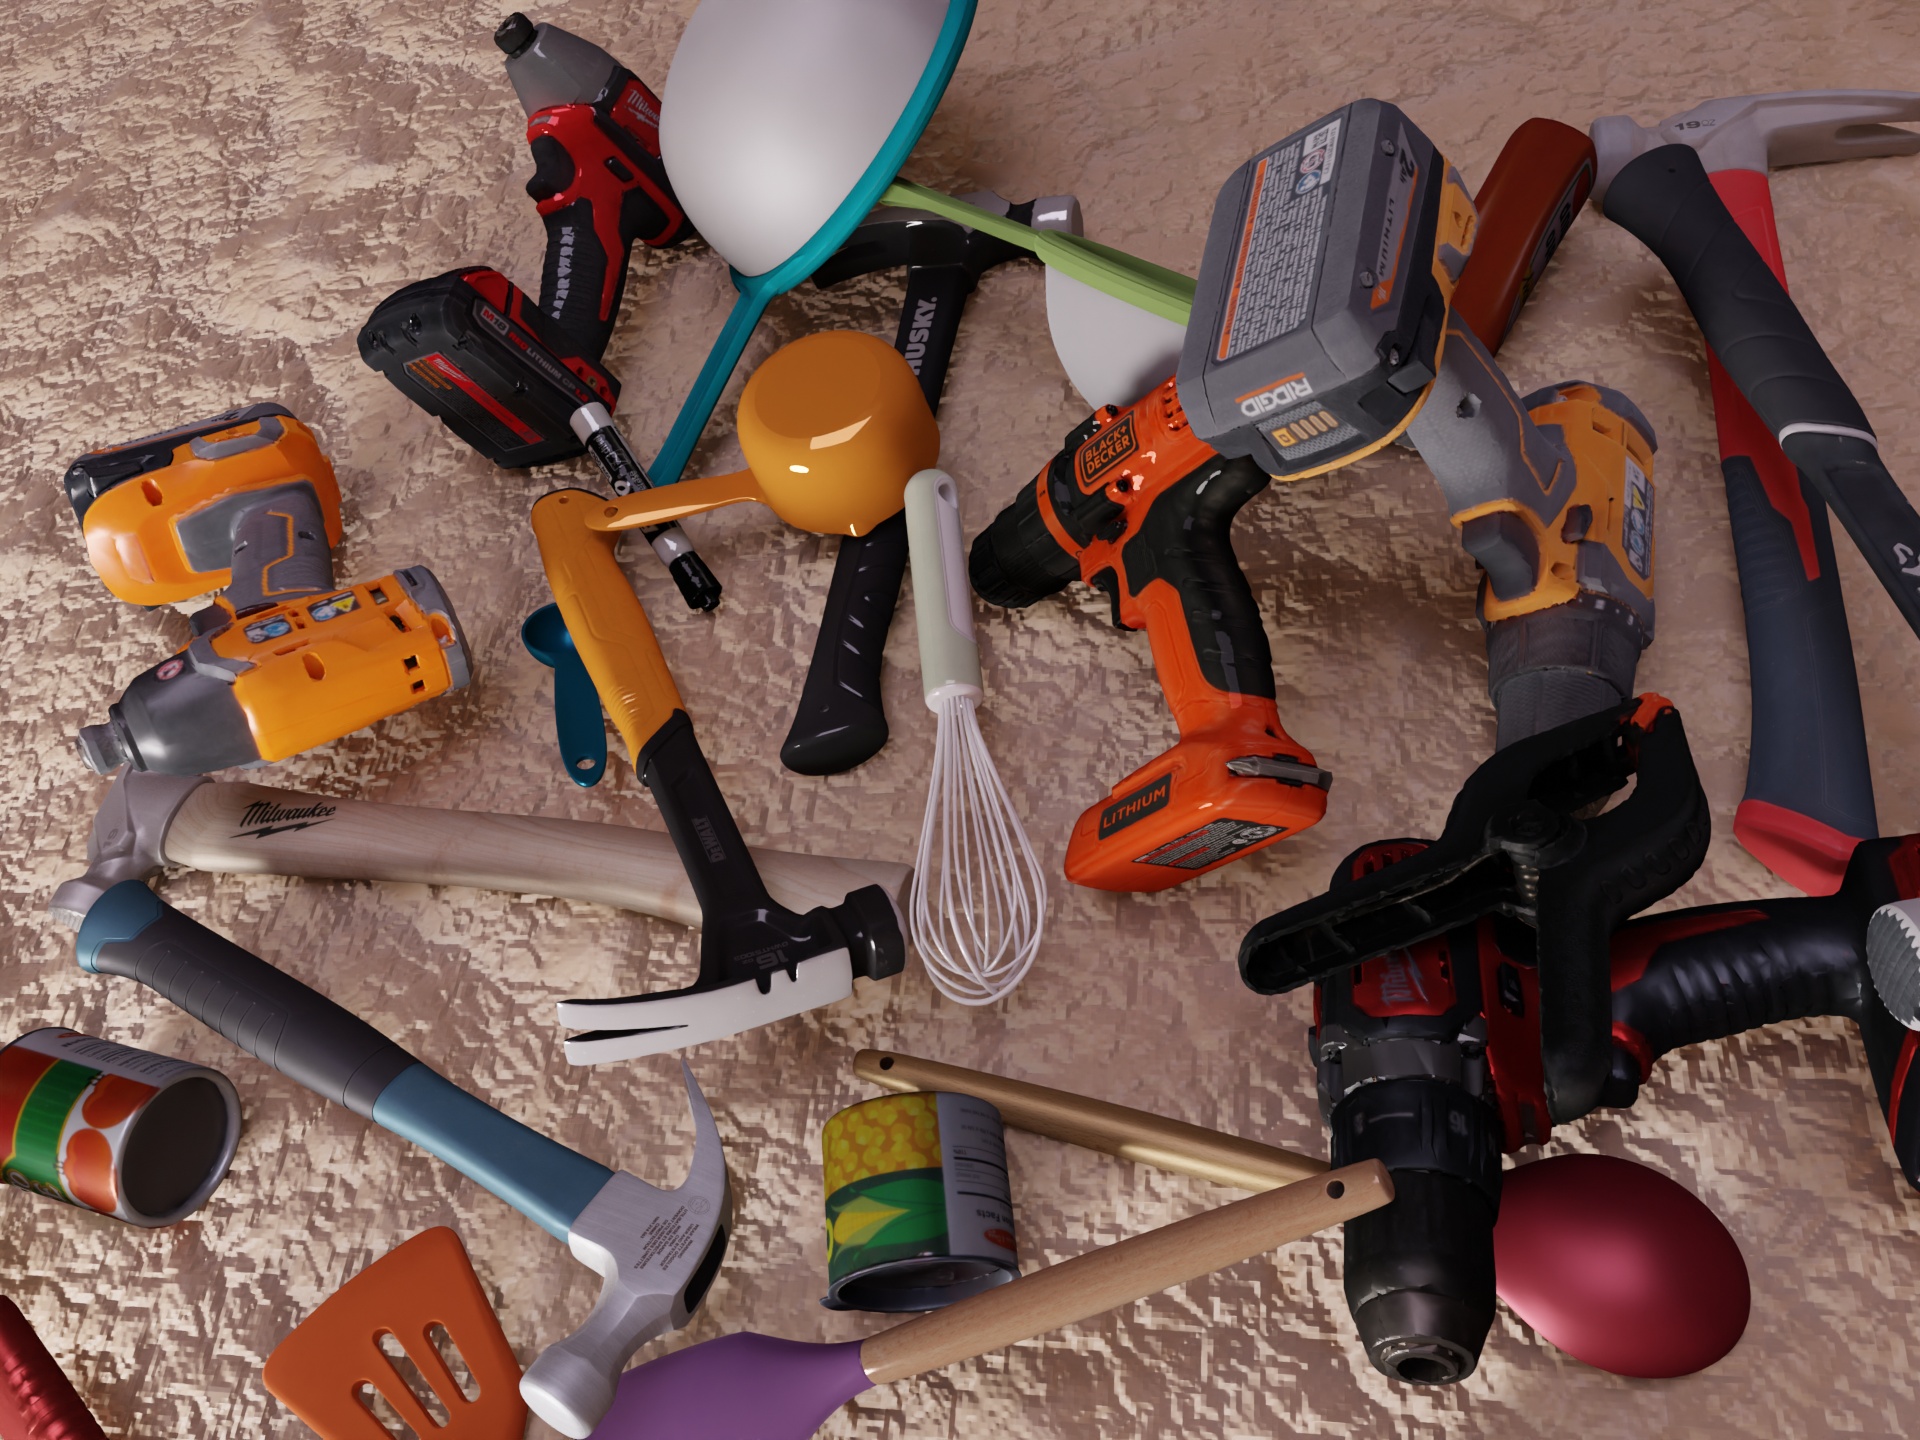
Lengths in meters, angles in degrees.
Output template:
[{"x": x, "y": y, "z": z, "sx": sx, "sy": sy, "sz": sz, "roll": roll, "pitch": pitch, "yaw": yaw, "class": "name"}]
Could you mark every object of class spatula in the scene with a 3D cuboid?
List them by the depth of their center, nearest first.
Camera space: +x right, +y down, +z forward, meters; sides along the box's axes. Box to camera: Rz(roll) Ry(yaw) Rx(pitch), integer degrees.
[{"x": -0.007, "y": 0.202, "z": 0.512, "sx": 0.316, "sy": 0.018, "sz": 0.060, "roll": -28, "pitch": 54, "yaw": 21, "class": "spatula"}, {"x": -0.120, "y": 0.310, "z": 0.516, "sx": 0.081, "sy": 0.041, "sz": 0.323, "roll": -38, "pitch": 57, "yaw": -17, "class": "spatula"}]

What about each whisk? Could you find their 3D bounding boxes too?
[{"x": -0.001, "y": -0.002, "z": 0.653, "sx": 0.059, "sy": 0.057, "sz": 0.247, "roll": -25, "pitch": 57, "yaw": 31, "class": "whisk"}]

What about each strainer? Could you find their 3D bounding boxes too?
[{"x": 0.053, "y": -0.183, "z": 0.727, "sx": 0.256, "sy": 0.151, "sz": 0.069, "roll": 30, "pitch": 111, "yaw": 28, "class": "strainer"}, {"x": -0.116, "y": -0.272, "z": 0.800, "sx": 0.211, "sy": 0.095, "sz": 0.340, "roll": 13, "pitch": 76, "yaw": 59, "class": "strainer"}]

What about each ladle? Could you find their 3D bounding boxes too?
[{"x": 0.103, "y": 0.154, "z": 0.554, "sx": 0.315, "sy": 0.031, "sz": 0.069, "roll": 9, "pitch": 56, "yaw": 24, "class": "ladle"}]

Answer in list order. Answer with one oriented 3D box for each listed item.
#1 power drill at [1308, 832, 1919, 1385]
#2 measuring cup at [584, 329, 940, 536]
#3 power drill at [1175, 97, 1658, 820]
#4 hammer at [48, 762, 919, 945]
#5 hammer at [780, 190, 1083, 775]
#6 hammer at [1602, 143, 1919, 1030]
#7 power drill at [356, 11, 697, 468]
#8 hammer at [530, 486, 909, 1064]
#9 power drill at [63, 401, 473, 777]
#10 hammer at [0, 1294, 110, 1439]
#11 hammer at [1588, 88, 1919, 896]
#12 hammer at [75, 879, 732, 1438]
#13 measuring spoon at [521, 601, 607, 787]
[{"x": 0.222, "y": 0.114, "z": 0.489, "sx": 0.227, "sy": 0.080, "sz": 0.188, "roll": -4, "pitch": 40, "yaw": 17, "class": "power drill"}, {"x": -0.098, "y": -0.125, "z": 0.727, "sx": 0.173, "sy": 0.052, "sz": 0.095, "roll": -13, "pitch": 57, "yaw": 5, "class": "measuring cup"}, {"x": 0.176, "y": -0.082, "z": 0.568, "sx": 0.084, "sy": 0.226, "sz": 0.185, "roll": -16, "pitch": 49, "yaw": 45, "class": "power drill"}, {"x": -0.211, "y": 0.049, "z": 0.708, "sx": 0.411, "sy": 0.038, "sz": 0.146, "roll": 5, "pitch": 60, "yaw": 19, "class": "hammer"}, {"x": -0.036, "y": -0.125, "z": 0.763, "sx": 0.146, "sy": 0.035, "sz": 0.335, "roll": 2, "pitch": 60, "yaw": 17, "class": "hammer"}, {"x": 0.314, "y": -0.085, "z": 0.549, "sx": 0.149, "sy": 0.036, "sz": 0.409, "roll": -10, "pitch": 49, "yaw": 6, "class": "hammer"}, {"x": -0.215, "y": -0.255, "z": 0.832, "sx": 0.078, "sy": 0.143, "sz": 0.220, "roll": -4, "pitch": 58, "yaw": 39, "class": "power drill"}, {"x": -0.140, "y": 0.000, "z": 0.677, "sx": 0.127, "sy": 0.034, "sz": 0.337, "roll": -15, "pitch": 44, "yaw": -18, "class": "hammer"}, {"x": -0.349, "y": -0.059, "z": 0.755, "sx": 0.164, "sy": 0.084, "sz": 0.227, "roll": -25, "pitch": 46, "yaw": -25, "class": "power drill"}, {"x": -0.362, "y": 0.256, "z": 0.605, "sx": 0.359, "sy": 0.036, "sz": 0.149, "roll": 38, "pitch": 116, "yaw": 24, "class": "hammer"}, {"x": 0.340, "y": -0.111, "z": 0.637, "sx": 0.143, "sy": 0.038, "sz": 0.387, "roll": -1, "pitch": 59, "yaw": 15, "class": "hammer"}, {"x": -0.230, "y": 0.141, "z": 0.623, "sx": 0.331, "sy": 0.033, "sz": 0.128, "roll": 22, "pitch": 46, "yaw": 23, "class": "hammer"}, {"x": -0.176, "y": -0.009, "z": 0.730, "sx": 0.042, "sy": 0.021, "sz": 0.129, "roll": -11, "pitch": 44, "yaw": -11, "class": "measuring spoon"}]
